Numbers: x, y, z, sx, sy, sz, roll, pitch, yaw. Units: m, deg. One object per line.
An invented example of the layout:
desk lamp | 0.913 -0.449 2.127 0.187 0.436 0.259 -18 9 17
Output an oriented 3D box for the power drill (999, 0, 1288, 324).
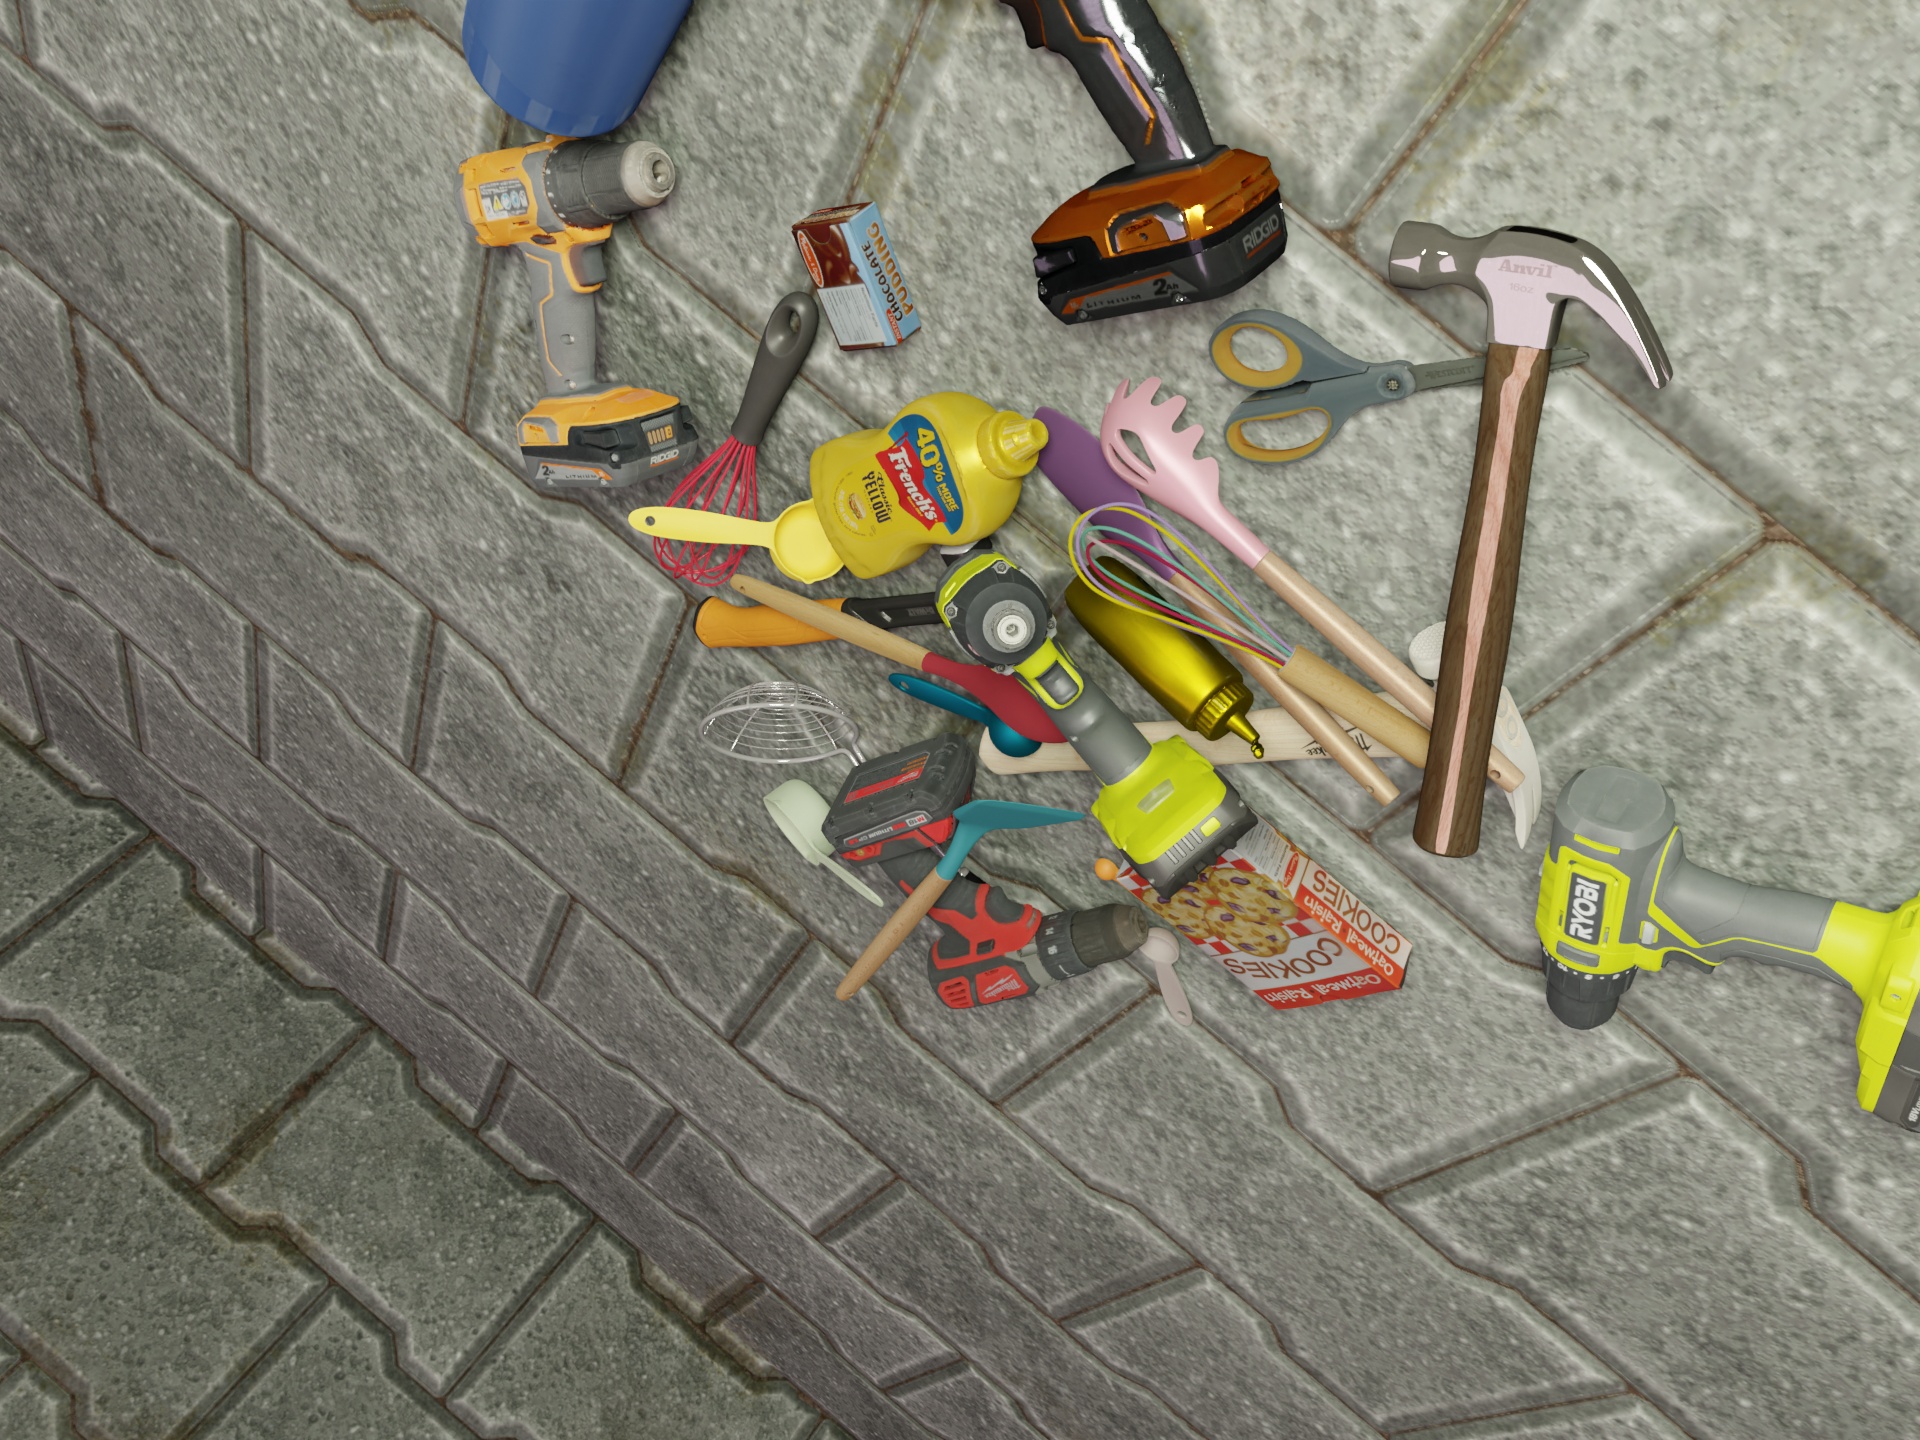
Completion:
power drill | 0.057 -0.314 0.768 0.164 0.084 0.226 2 125 42

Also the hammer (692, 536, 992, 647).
hammer | -0.084 -0.071 1.194 0.337 0.034 0.127 0 126 43

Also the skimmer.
skimmer | -0.058 0.103 1.304 0.363 0.090 0.127 48 142 -8

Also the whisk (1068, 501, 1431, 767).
whisk | 0.166 -0.043 0.906 0.245 0.047 0.051 33 143 1

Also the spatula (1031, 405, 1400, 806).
spatula | 0.147 -0.070 0.948 0.316 0.018 0.059 48 149 10

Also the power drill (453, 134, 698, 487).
power drill | -0.243 -0.275 1.066 0.185 0.084 0.226 7 116 38

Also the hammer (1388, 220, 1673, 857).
hammer | 0.266 -0.076 0.796 0.130 0.031 0.331 16 123 29

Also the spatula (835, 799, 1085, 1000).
spatula | -0.023 0.134 1.171 0.082 0.044 0.317 10 138 -27

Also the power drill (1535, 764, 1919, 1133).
power drill | 0.436 0.136 0.889 0.229 0.080 0.190 20 139 32

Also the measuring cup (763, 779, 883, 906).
measuring cup | -0.106 0.105 1.361 0.168 0.038 0.083 34 157 40

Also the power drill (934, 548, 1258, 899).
power drill | 0.074 -0.004 0.962 0.223 0.080 0.171 48 -177 -12

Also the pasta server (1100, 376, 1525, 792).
pasta server | 0.193 -0.075 0.892 0.316 0.040 0.060 43 141 9

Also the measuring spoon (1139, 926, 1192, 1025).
measuring spoon | 0.169 0.203 1.267 0.034 0.018 0.124 8 140 30

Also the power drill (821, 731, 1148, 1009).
power drill | 0.020 0.122 1.224 0.188 0.080 0.226 -20 117 30

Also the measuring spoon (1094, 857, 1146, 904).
measuring spoon | 0.150 0.144 1.219 0.117 0.011 0.021 36 144 9

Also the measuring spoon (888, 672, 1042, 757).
measuring spoon | -0.002 -0.004 1.136 0.129 0.021 0.042 22 142 23

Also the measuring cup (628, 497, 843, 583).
measuring cup | -0.157 -0.132 1.126 0.156 0.062 0.029 6 176 -16

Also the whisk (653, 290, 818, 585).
whisk | -0.157 -0.190 1.121 0.073 0.073 0.295 40 139 3

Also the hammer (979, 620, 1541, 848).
hammer | 0.173 0.020 1.048 0.411 0.038 0.146 -5 126 46

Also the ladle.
ladle | -0.043 -0.052 1.125 0.316 0.031 0.069 23 132 29
